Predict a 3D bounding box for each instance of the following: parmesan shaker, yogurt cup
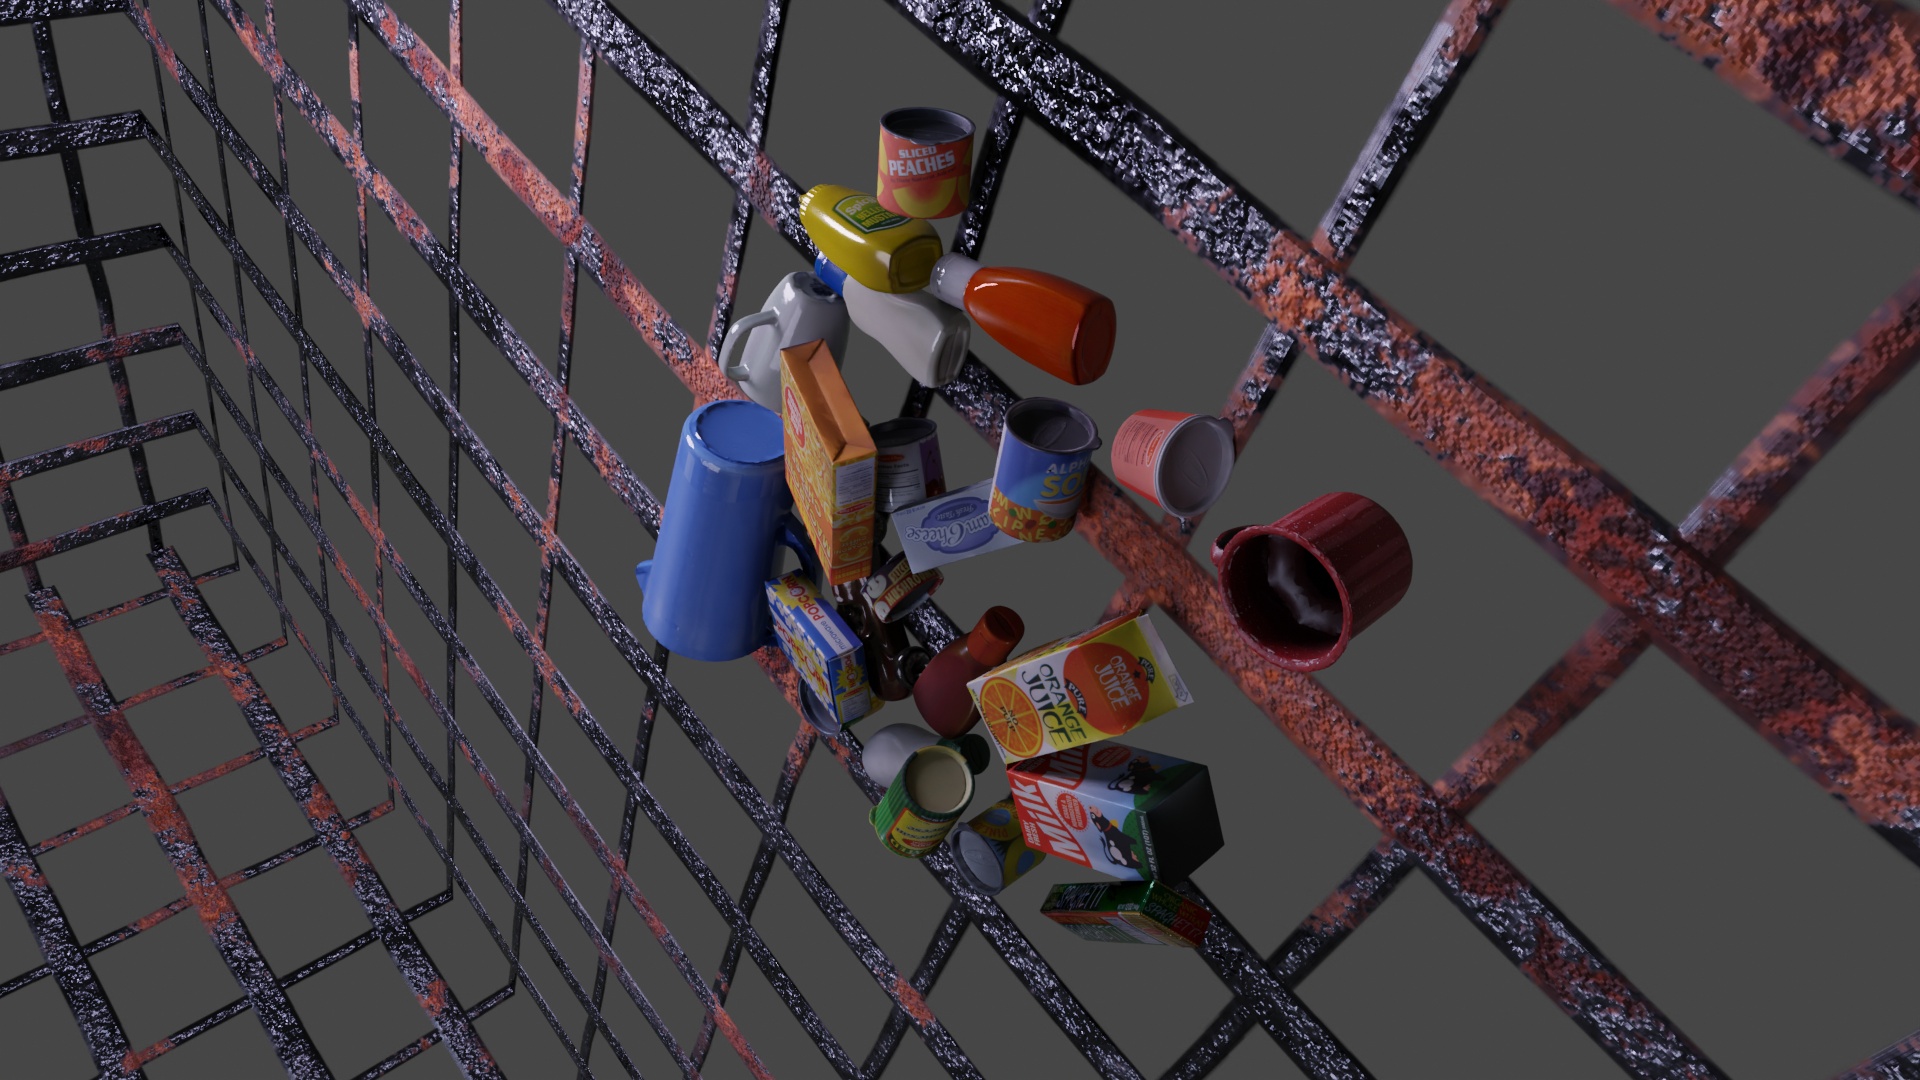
[{"bbox_3d":[-0.034,0.227,1.203,0.071,0.071,0.102,51,149,17],"label":"parmesan shaker"},{"bbox_3d":[0.135,-0.054,0.903,0.054,0.072,0.072,25,129,51],"label":"yogurt cup"}]

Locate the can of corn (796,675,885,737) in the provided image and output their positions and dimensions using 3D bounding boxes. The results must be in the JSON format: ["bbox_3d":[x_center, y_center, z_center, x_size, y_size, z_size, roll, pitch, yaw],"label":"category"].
[{"bbox_3d":[-0.114,0.146,1.328,0.071,0.058,0.070,28,131,38],"label":"can of corn"}]

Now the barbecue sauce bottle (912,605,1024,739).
[{"bbox_3d":[0.009,0.108,1.169,0.065,0.044,0.147,53,141,17],"label":"barbecue sauce bottle"}]

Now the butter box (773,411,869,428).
[{"bbox_3d":[-0.123,-0.108,1.218,0.104,0.024,0.052,42,138,27],"label":"butter box"}]

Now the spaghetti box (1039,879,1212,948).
[{"bbox_3d":[0.121,0.288,1.075,0.050,0.029,0.249,32,161,-4],"label":"spaghetti box"}]

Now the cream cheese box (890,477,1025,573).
[{"bbox_3d":[0.004,-0.013,1.074,0.103,0.024,0.053,-17,100,17],"label":"cream cheese box"}]

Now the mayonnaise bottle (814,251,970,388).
[{"bbox_3d":[-0.055,-0.182,1.079,0.148,0.041,0.064,43,137,28],"label":"mayonnaise bottle"}]

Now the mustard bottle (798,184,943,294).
[{"bbox_3d":[-0.081,-0.238,1.059,0.160,0.065,0.048,37,140,37],"label":"mustard bottle"}]

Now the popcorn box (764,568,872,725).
[{"bbox_3d":[-0.129,0.095,1.261,0.127,0.038,0.084,45,152,42],"label":"popcorn box"}]

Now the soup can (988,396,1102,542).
[{"bbox_3d":[0.060,-0.049,0.995,0.071,0.071,0.083,39,137,30],"label":"soup can"}]

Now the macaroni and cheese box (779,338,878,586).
[{"bbox_3d":[-0.106,-0.060,1.120,0.165,0.040,0.124,97,152,-54],"label":"macaroni and cheese box"}]

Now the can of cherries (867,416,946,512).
[{"bbox_3d":[-0.046,-0.062,1.121,0.071,0.072,0.058,15,123,46],"label":"can of cherries"}]

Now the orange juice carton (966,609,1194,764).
[{"bbox_3d":[0.095,0.107,1.038,0.192,0.073,0.072,-27,89,53],"label":"orange juice carton"}]

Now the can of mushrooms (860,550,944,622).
[{"bbox_3d":[-0.049,0.037,1.176,0.033,0.071,0.070,53,142,14],"label":"can of mushrooms"}]

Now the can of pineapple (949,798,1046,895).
[{"bbox_3d":[0.034,0.267,1.219,0.071,0.058,0.070,28,130,38],"label":"can of pineapple"}]

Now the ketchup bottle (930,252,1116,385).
[{"bbox_3d":[0.040,-0.162,0.970,0.149,0.044,0.064,32,132,36],"label":"ketchup bottle"}]

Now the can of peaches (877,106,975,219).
[{"bbox_3d":[-0.025,-0.262,0.969,0.071,0.071,0.057,35,136,33],"label":"can of peaches"}]

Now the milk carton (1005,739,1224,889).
[{"bbox_3d":[0.104,0.203,1.083,0.190,0.074,0.072,6,117,49],"label":"milk carton"}]

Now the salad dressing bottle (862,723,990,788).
[{"bbox_3d":[-0.032,0.198,1.272,0.147,0.044,0.064,-13,99,51],"label":"salad dressing bottle"}]
